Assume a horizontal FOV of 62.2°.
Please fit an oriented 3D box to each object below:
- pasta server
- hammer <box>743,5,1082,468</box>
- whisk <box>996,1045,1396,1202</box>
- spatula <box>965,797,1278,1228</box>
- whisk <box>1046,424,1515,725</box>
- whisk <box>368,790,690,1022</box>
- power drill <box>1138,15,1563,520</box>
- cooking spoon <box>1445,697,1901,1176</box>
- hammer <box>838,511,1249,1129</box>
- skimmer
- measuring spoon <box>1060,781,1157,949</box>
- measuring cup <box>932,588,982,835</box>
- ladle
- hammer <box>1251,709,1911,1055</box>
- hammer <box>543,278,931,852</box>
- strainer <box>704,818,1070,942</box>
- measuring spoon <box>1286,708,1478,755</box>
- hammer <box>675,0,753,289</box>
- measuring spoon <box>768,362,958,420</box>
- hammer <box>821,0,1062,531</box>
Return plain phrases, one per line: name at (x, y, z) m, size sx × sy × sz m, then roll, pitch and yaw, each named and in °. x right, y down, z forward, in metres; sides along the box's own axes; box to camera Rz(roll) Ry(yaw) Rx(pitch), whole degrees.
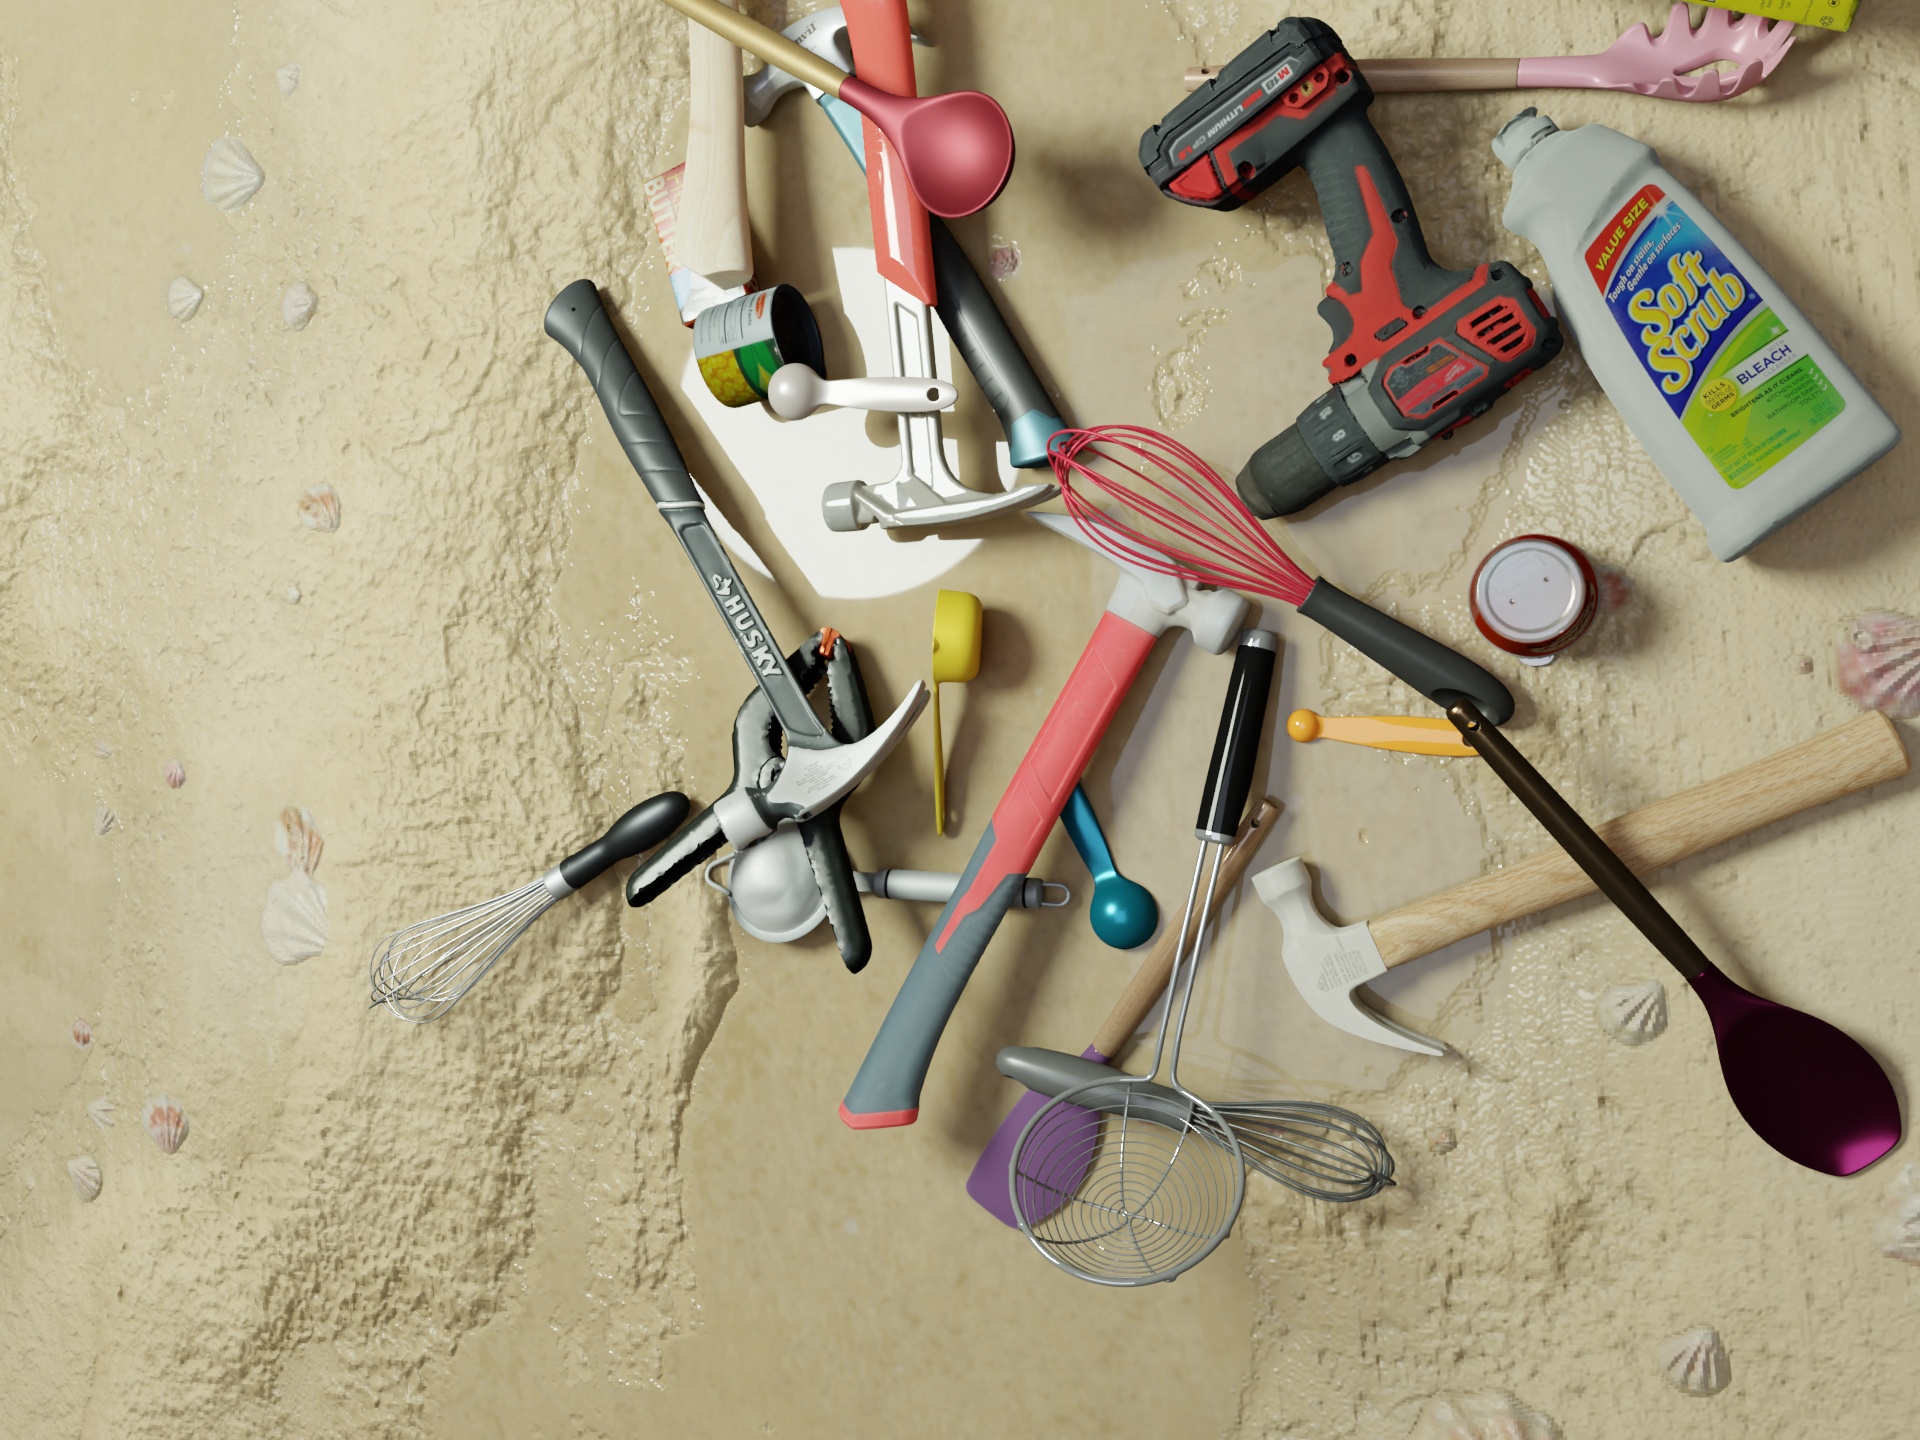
pasta server at (0.273, -0.355, 0.858) m, size 0.316 × 0.040 × 0.060 m, roll 8°, pitch 66°, yaw 23°
hammer at (-0.022, -0.295, 0.981) m, size 0.128 × 0.033 × 0.331 m, roll -32°, pitch 80°, yaw 21°
whisk at (0.133, 0.228, 0.920) m, size 0.239 × 0.055 × 0.055 m, roll 13°, pitch 96°, yaw 17°
spatula at (0.101, 0.179, 0.955) m, size 0.060 × 0.018 × 0.316 m, roll 34°, pitch 105°, yaw 13°
whisk at (0.175, -0.080, 0.878) m, size 0.296 × 0.073 × 0.073 m, roll 32°, pitch 103°, yaw 4°
whisk at (-0.299, 0.127, 1.093) m, size 0.284 × 0.070 × 0.070 m, roll -33°, pitch 80°, yaw 15°
power drill at (0.189, -0.238, 0.868) m, size 0.188 × 0.080 × 0.227 m, roll -34°, pitch 89°, yaw 27°
cooking spoon at (0.361, 0.109, 0.817) m, size 0.068 × 0.017 × 0.319 m, roll -43°, pitch 90°, yaw 16°
hammer at (0.017, 0.067, 0.949) m, size 0.143 × 0.038 × 0.386 m, roll 30°, pitch 95°, yaw 18°
skimmer at (0.121, 0.121, 0.873) m, size 0.127 × 0.090 × 0.363 m, roll 12°, pitch 85°, yaw 23°
measuring spoon at (0.077, 0.079, 0.958) m, size 0.042 × 0.021 × 0.129 m, roll -28°, pitch 83°, yaw 20°
measuring cup at (-0.002, -0.003, 0.980) m, size 0.029 × 0.062 × 0.156 m, roll 1°, pitch 104°, yaw 4°
ladle at (-0.086, -0.380, 0.932) m, size 0.316 × 0.031 × 0.069 m, roll 37°, pitch 109°, yaw 22°
hammer at (0.332, 0.081, 0.852) m, size 0.331 × 0.031 × 0.130 m, roll -26°, pitch 82°, yaw 20°
hammer at (-0.165, -0.123, 1.013) m, size 0.149 × 0.036 × 0.409 m, roll -29°, pitch 71°, yaw -1°
strainer at (-0.056, 0.101, 1.005) m, size 0.258 × 0.050 × 0.087 m, roll 2°, pitch 78°, yaw 18°
measuring spoon at (0.242, 0.007, 0.896) m, size 0.117 × 0.011 × 0.021 m, roll 5°, pitch 94°, yaw 22°
hammer at (-0.150, -0.476, 1.000) m, size 0.146 × 0.038 × 0.411 m, roll -7°, pitch 83°, yaw 21°
measuring spoon at (-0.060, -0.194, 0.937) m, size 0.124 × 0.018 × 0.034 m, roll 6°, pitch 96°, yaw 22°
hammer at (-0.027, -0.295, 0.945) m, size 0.149 × 0.036 × 0.359 m, roll -5°, pitch 91°, yaw 23°
